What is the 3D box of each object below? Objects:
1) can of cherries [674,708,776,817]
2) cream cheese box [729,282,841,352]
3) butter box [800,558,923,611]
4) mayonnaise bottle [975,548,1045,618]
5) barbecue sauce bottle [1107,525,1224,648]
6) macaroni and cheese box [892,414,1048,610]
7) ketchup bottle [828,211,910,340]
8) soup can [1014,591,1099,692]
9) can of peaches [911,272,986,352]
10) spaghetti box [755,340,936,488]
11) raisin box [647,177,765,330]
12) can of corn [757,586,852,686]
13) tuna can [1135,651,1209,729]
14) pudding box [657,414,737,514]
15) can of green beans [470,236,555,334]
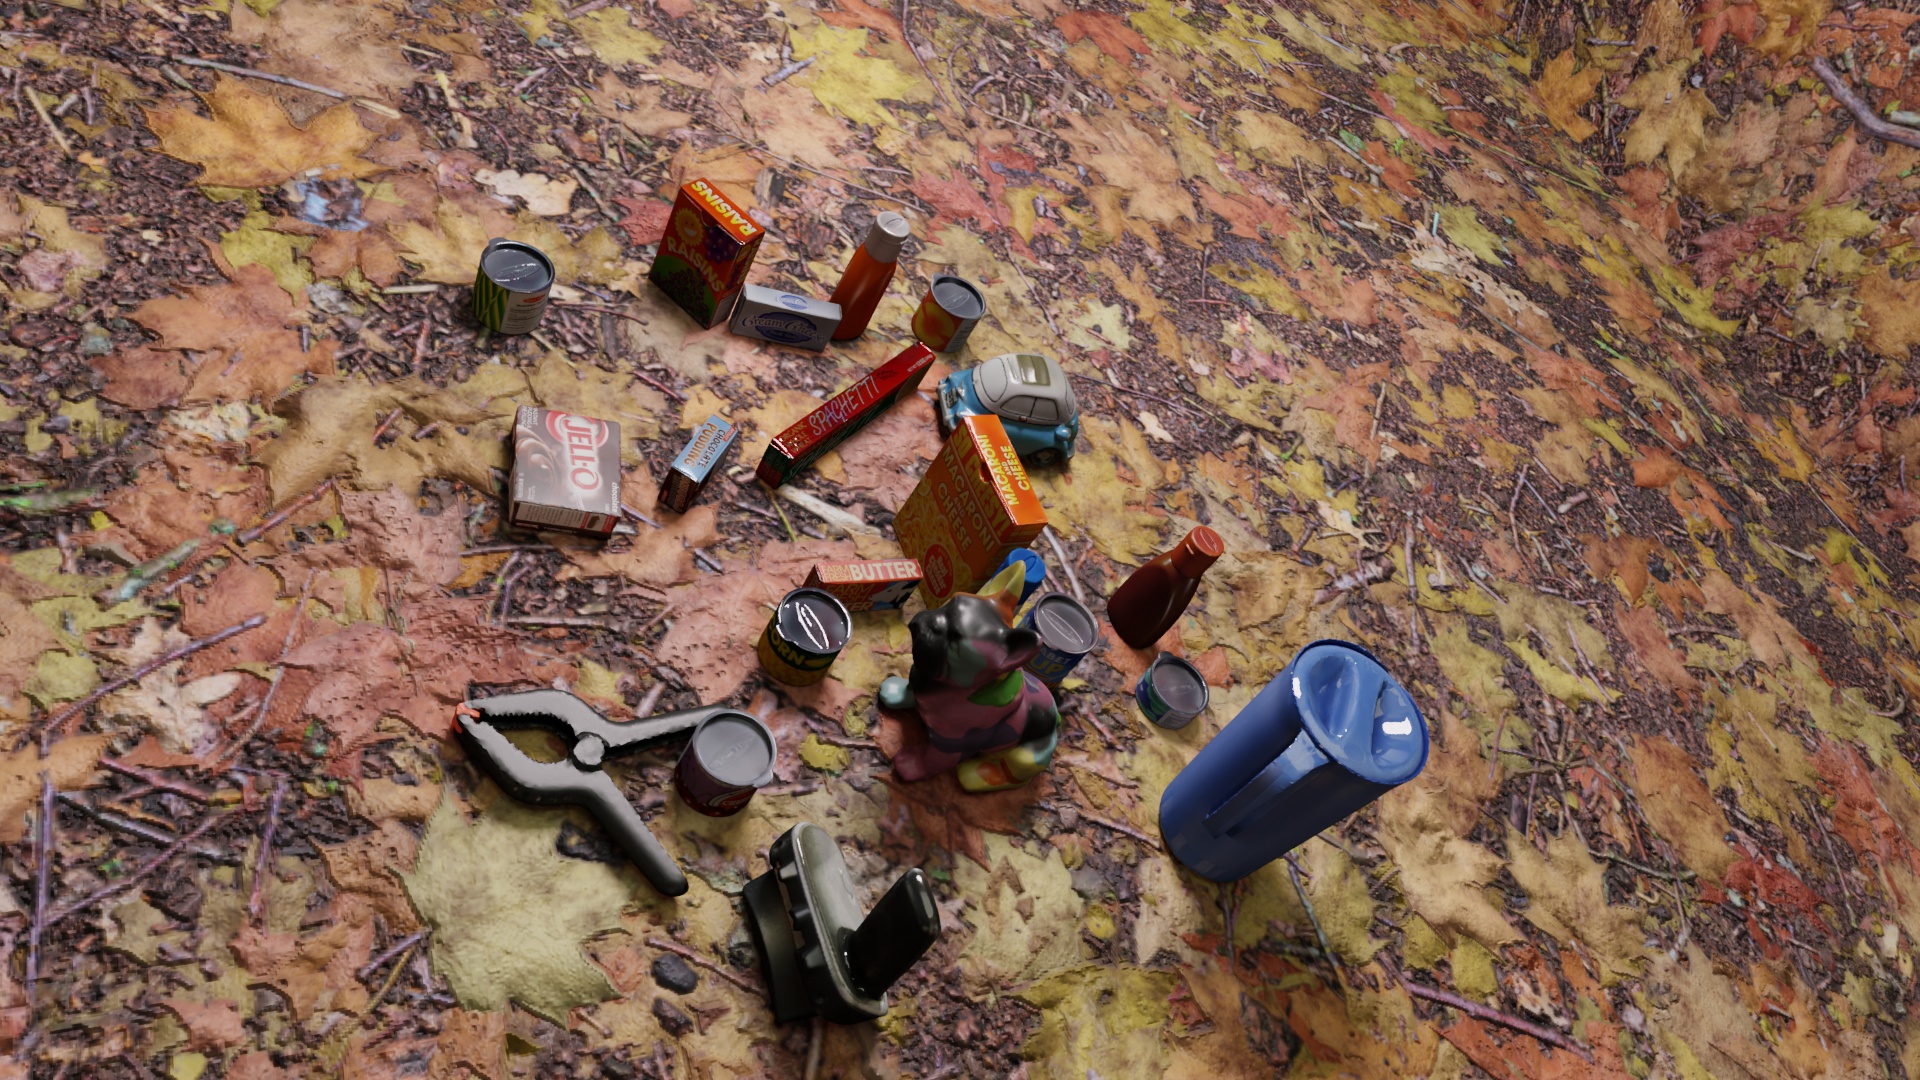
[{"bbox_3d":[-0.182,0.176,1.080,0.071,0.058,0.072,16,48,-19],"label":"can of cherries"},{"bbox_3d":[-0.179,-0.226,1.416,0.104,0.053,0.024,9,50,-24],"label":"cream cheese box"},{"bbox_3d":[-0.090,0.041,1.249,0.104,0.052,0.024,-2,56,-32],"label":"butter box"},{"bbox_3d":[0.027,0.062,1.233,0.041,0.147,0.065,41,45,5],"label":"mayonnaise bottle"},{"bbox_3d":[0.201,0.042,1.351,0.044,0.147,0.065,-11,61,-36],"label":"barbecue sauce bottle"},{"bbox_3d":[0.005,-0.016,1.271,0.040,0.165,0.124,-5,57,-33],"label":"macaroni and cheese box"},{"bbox_3d":[-0.096,-0.273,1.436,0.043,0.148,0.065,43,45,8],"label":"ketchup bottle"},{"bbox_3d":[0.077,0.098,1.278,0.071,0.083,0.072,16,48,-19],"label":"soup can"},{"bbox_3d":[-0.015,-0.251,1.529,0.071,0.057,0.071,16,48,-19],"label":"can of peaches"},{"bbox_3d":[-0.110,-0.128,1.378,0.029,0.050,0.251,42,45,6],"label":"spaghetti box"},{"bbox_3d":[-0.252,-0.282,1.370,0.086,0.122,0.040,43,45,7],"label":"raisin box"},{"bbox_3d":[-0.135,0.083,1.183,0.071,0.058,0.071,16,48,-19],"label":"can of corn"},{"bbox_3d":[0.204,0.146,1.350,0.071,0.032,0.071,16,48,-19],"label":"tuna can"},{"bbox_3d":[-0.237,-0.070,1.256,0.030,0.049,0.084,31,45,-4],"label":"pudding box"},{"bbox_3d":[-0.413,-0.233,1.281,0.071,0.057,0.071,16,48,-19],"label":"can of green beans"}]
